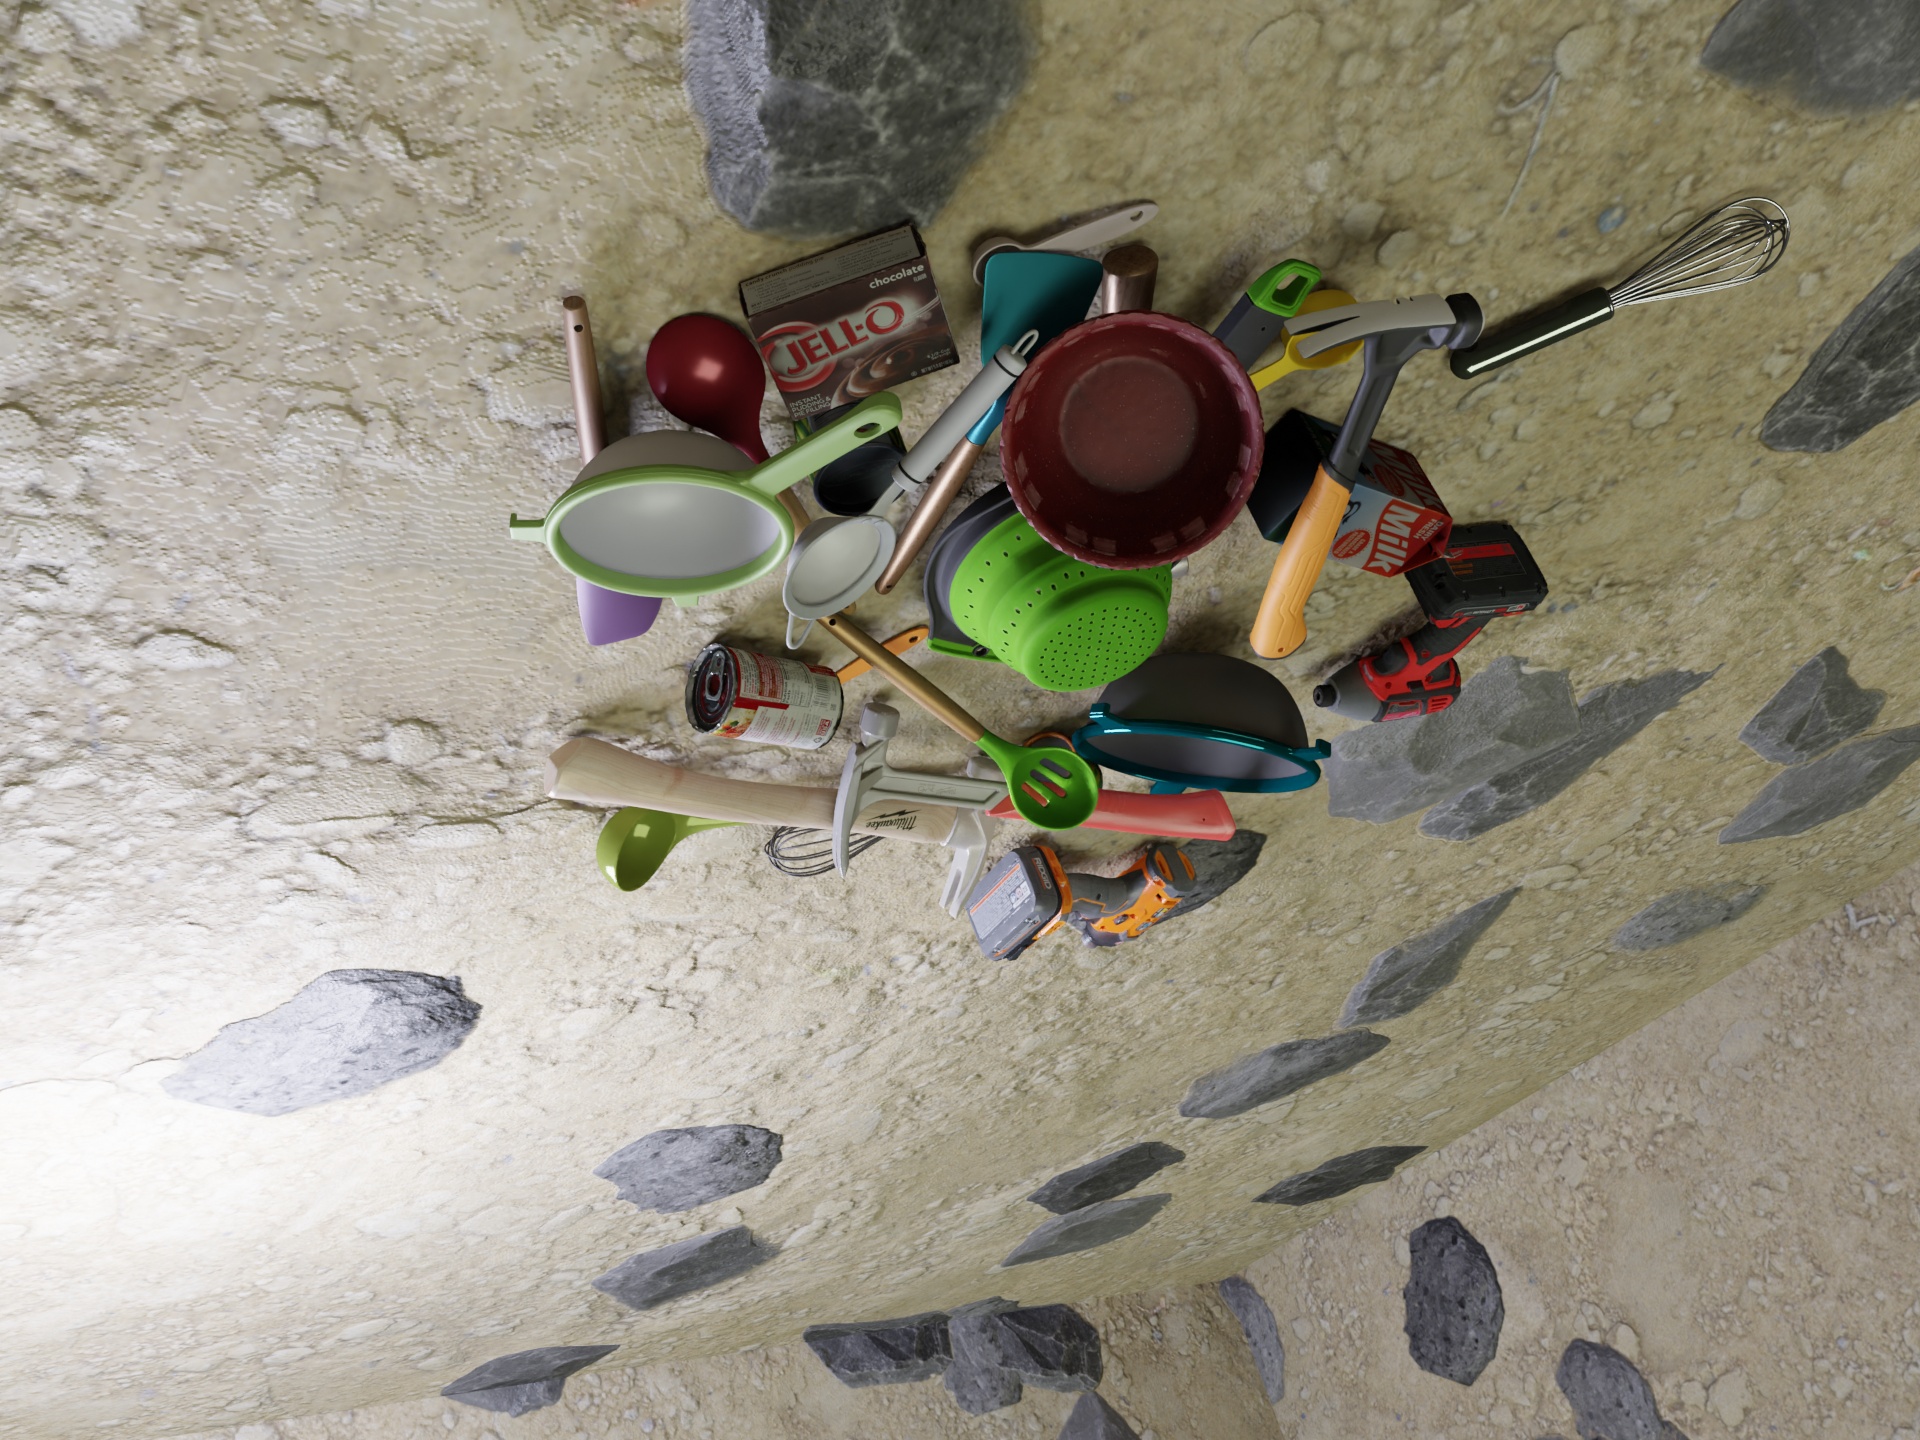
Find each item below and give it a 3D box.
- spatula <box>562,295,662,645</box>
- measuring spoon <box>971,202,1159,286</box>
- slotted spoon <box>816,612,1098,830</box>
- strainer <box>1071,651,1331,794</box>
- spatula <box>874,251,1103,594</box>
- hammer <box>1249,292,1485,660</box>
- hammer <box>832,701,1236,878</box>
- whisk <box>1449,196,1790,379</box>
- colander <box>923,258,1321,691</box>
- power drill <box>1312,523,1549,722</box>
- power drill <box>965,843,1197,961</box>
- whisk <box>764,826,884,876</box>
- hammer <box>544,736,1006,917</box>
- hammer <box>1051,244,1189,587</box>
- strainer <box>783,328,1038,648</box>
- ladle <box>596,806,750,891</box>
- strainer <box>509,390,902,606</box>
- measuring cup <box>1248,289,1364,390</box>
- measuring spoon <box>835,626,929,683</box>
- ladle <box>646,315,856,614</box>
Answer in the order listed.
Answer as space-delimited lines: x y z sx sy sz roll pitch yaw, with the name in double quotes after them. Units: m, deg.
-0.228 -0.146 1.018 0.059 0.018 0.315 -16 149 -15 "spatula"
0.062 -0.294 0.960 0.124 0.018 0.034 -21 154 -10 "measuring spoon"
-0.002 -0.004 1.268 0.313 0.031 0.070 37 93 -33 "slotted spoon"
0.206 0.007 1.422 0.211 0.095 0.340 9 169 2 "strainer"
-0.001 -0.183 1.067 0.082 0.044 0.317 -5 153 -28 "spatula"
0.251 -0.154 1.114 0.127 0.034 0.336 -10 146 -13 "hammer"
0.070 0.079 1.375 0.359 0.037 0.149 8 105 -19 "hammer"
0.469 -0.303 1.138 0.246 0.058 0.059 -23 114 10 "whisk"
0.124 -0.137 1.090 0.204 0.095 0.397 6 139 -35 "colander"
0.411 -0.074 1.421 0.143 0.079 0.219 -7 149 -18 "power drill"
0.119 0.196 1.666 0.226 0.084 0.164 3 142 -37 "power drill"
-0.063 0.096 1.448 0.239 0.055 0.055 -13 148 -19 "whisk"
-0.148 0.080 1.335 0.410 0.038 0.146 9 103 -32 "hammer"
0.107 -0.194 1.115 0.130 0.031 0.331 -15 147 -8 "hammer"
-0.038 -0.147 0.987 0.258 0.050 0.086 -45 156 25 "strainer"
-0.155 0.086 1.374 0.320 0.062 0.078 -9 129 -21 "ladle"
-0.138 -0.155 0.950 0.256 0.069 0.151 -22 152 32 "strainer"
0.207 -0.248 1.102 0.156 0.029 0.062 -25 149 32 "measuring cup"
-0.073 -0.043 1.263 0.117 0.011 0.021 -29 147 14 "measuring spoon"
-0.123 -0.153 1.059 0.069 0.031 0.315 -17 150 7 "ladle"
